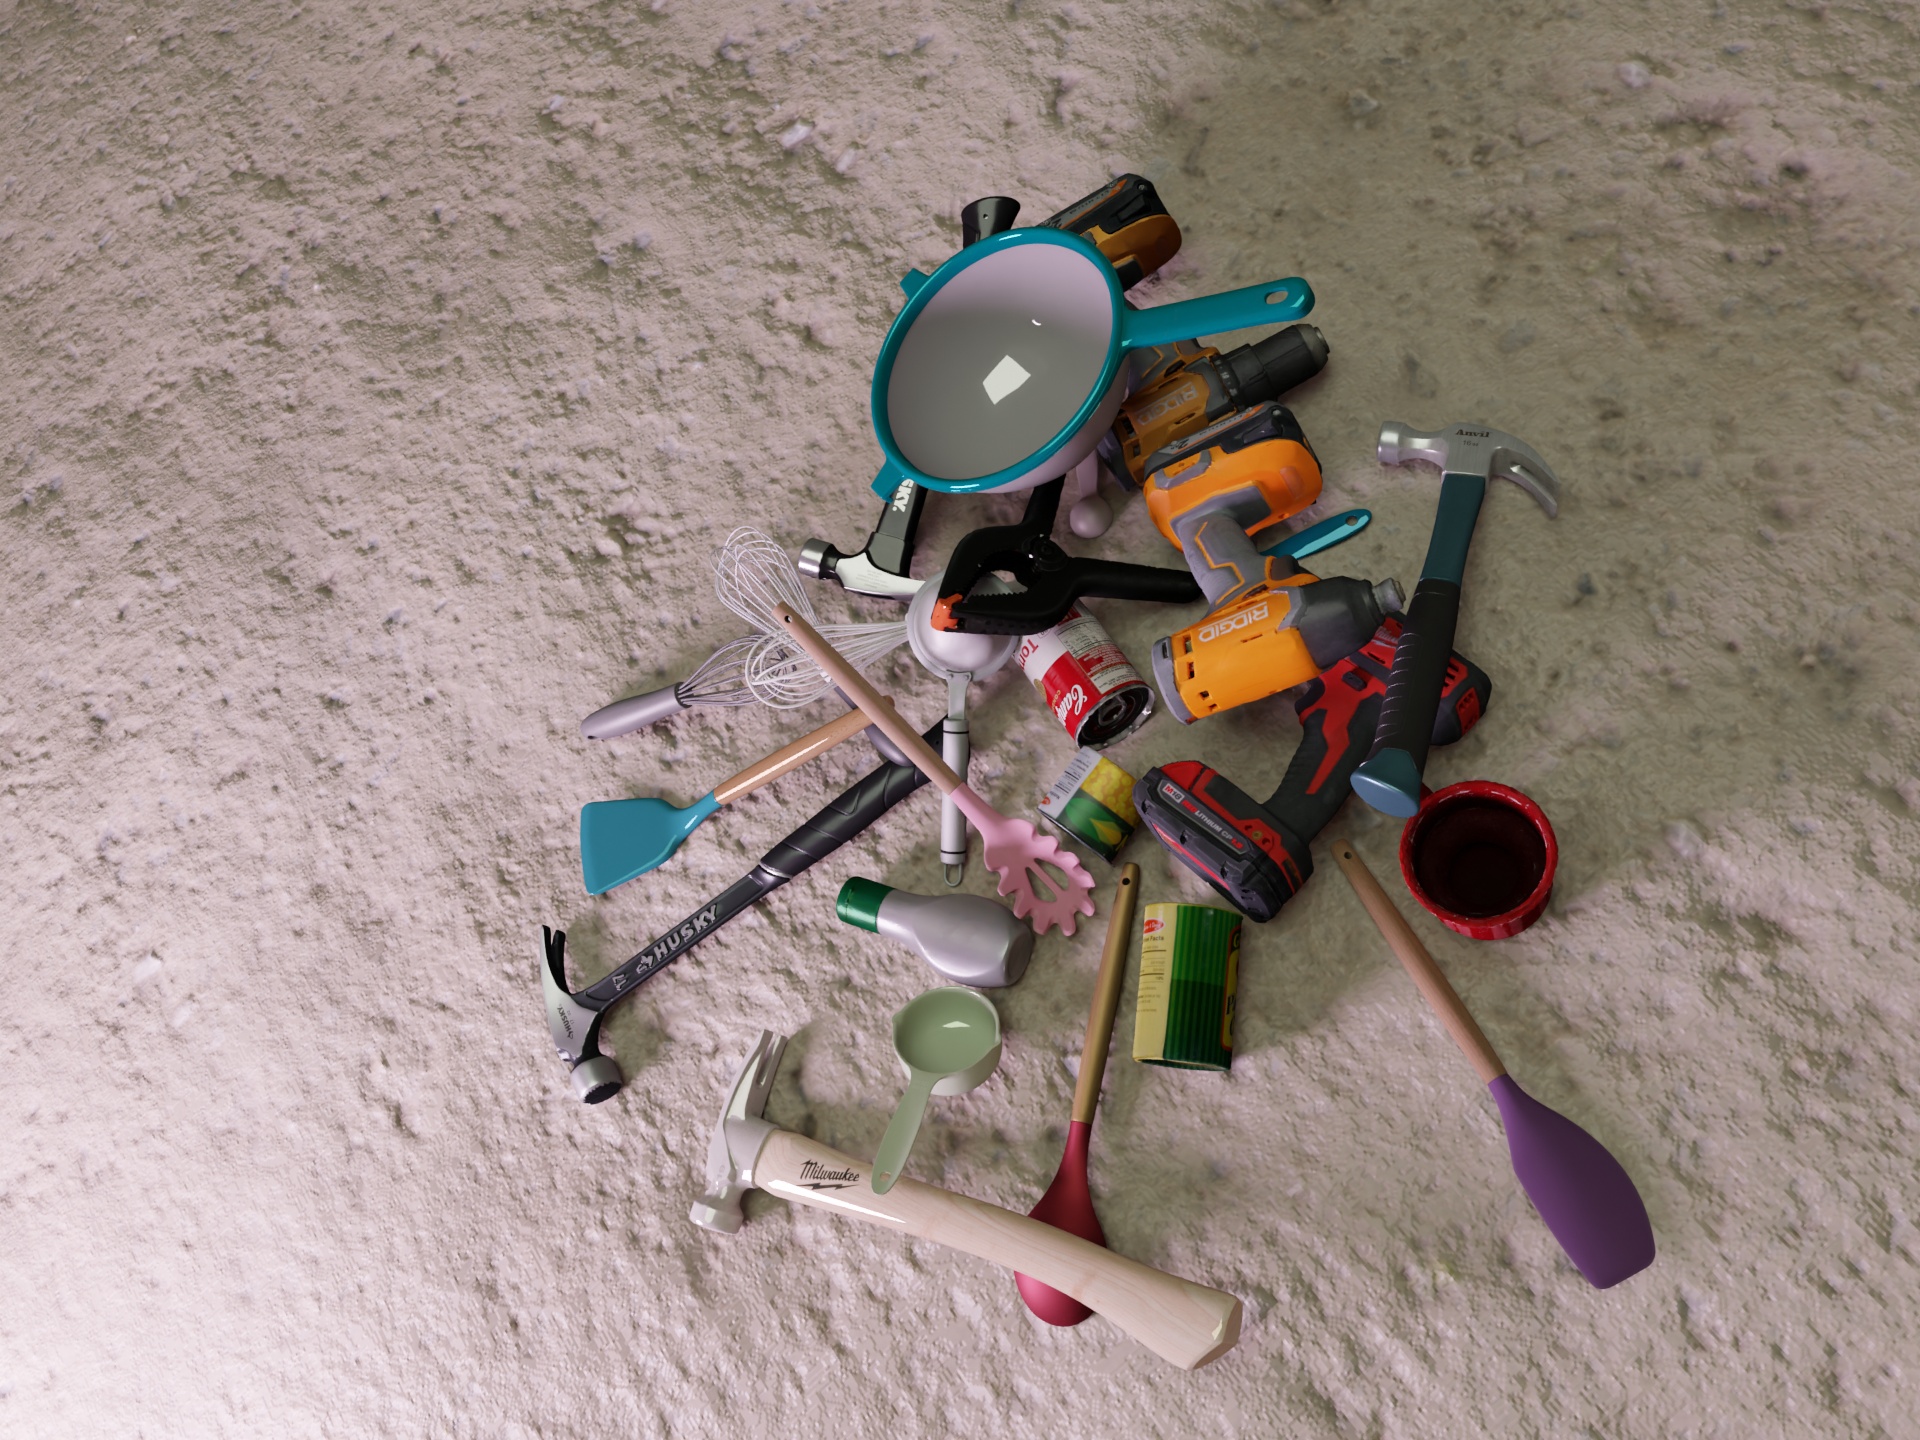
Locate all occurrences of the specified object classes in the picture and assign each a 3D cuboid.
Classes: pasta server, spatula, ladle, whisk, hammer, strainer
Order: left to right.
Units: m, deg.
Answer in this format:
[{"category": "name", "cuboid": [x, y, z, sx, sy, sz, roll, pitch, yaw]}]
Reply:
[{"category": "whisk", "cuboid": [-0.227, -0.020, 1.286, 0.239, 0.055, 0.055, -17, 65, 34]}, {"category": "spatula", "cuboid": [-0.177, 0.048, 1.239, 0.317, 0.044, 0.082, -28, 58, 30]}, {"category": "hammer", "cuboid": [-0.161, 0.124, 1.236, 0.409, 0.036, 0.149, -36, 61, 7]}, {"category": "whisk", "cuboid": [-0.114, -0.060, 1.254, 0.070, 0.070, 0.285, -45, 58, 3]}, {"category": "whisk", "cuboid": [-0.044, -0.067, 1.203, 0.246, 0.058, 0.059, -18, 93, -11]}, {"category": "pasta server", "cuboid": [-0.023, 0.030, 1.142, 0.060, 0.040, 0.316, -44, 88, 4]}, {"category": "hammer", "cuboid": [-0.013, -0.255, 1.265, 0.146, 0.035, 0.335, 17, 89, 16]}, {"category": "hammer", "cuboid": [-0.003, 0.326, 1.069, 0.411, 0.038, 0.146, 9, 75, 33]}, {"category": "strainer", "cuboid": [-0.002, -0.004, 1.169, 0.087, 0.050, 0.258, 3, 97, 15]}, {"category": "ladle", "cuboid": [0.090, 0.250, 1.090, 0.069, 0.031, 0.315, 5, 72, 25]}, {"category": "strainer", "cuboid": [0.099, -0.252, 1.140, 0.340, 0.095, 0.211, -4, 69, 31]}, {"category": "hammer", "cuboid": [0.310, -0.076, 1.043, 0.128, 0.033, 0.331, 9, 54, 21]}, {"category": "spatula", "cuboid": [0.327, 0.204, 1.007, 0.060, 0.018, 0.316, -26, 62, -8]}]

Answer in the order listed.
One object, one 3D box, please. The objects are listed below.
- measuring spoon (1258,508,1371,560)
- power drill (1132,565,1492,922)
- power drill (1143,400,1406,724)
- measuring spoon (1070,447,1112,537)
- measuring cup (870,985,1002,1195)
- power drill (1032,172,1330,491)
[{"category": "measuring spoon", "cuboid": [0.237, -0.127, 1.160, 0.128, 0.021, 0.042, -24, 64, 16]}, {"category": "power drill", "cuboid": [0.221, 0.003, 1.088, 0.227, 0.080, 0.188, -45, 54, -5]}, {"category": "power drill", "cuboid": [0.207, -0.113, 1.080, 0.164, 0.084, 0.227, -22, 43, 23]}, {"category": "measuring spoon", "cuboid": [0.097, -0.202, 1.249, 0.034, 0.018, 0.124, -11, 68, 20]}, {"category": "measuring cup", "cuboid": [-0.023, 0.259, 1.089, 0.083, 0.038, 0.168, 8, 47, 21]}, {"category": "power drill", "cuboid": [0.161, -0.310, 1.228, 0.185, 0.084, 0.226, -27, 68, 12]}]
